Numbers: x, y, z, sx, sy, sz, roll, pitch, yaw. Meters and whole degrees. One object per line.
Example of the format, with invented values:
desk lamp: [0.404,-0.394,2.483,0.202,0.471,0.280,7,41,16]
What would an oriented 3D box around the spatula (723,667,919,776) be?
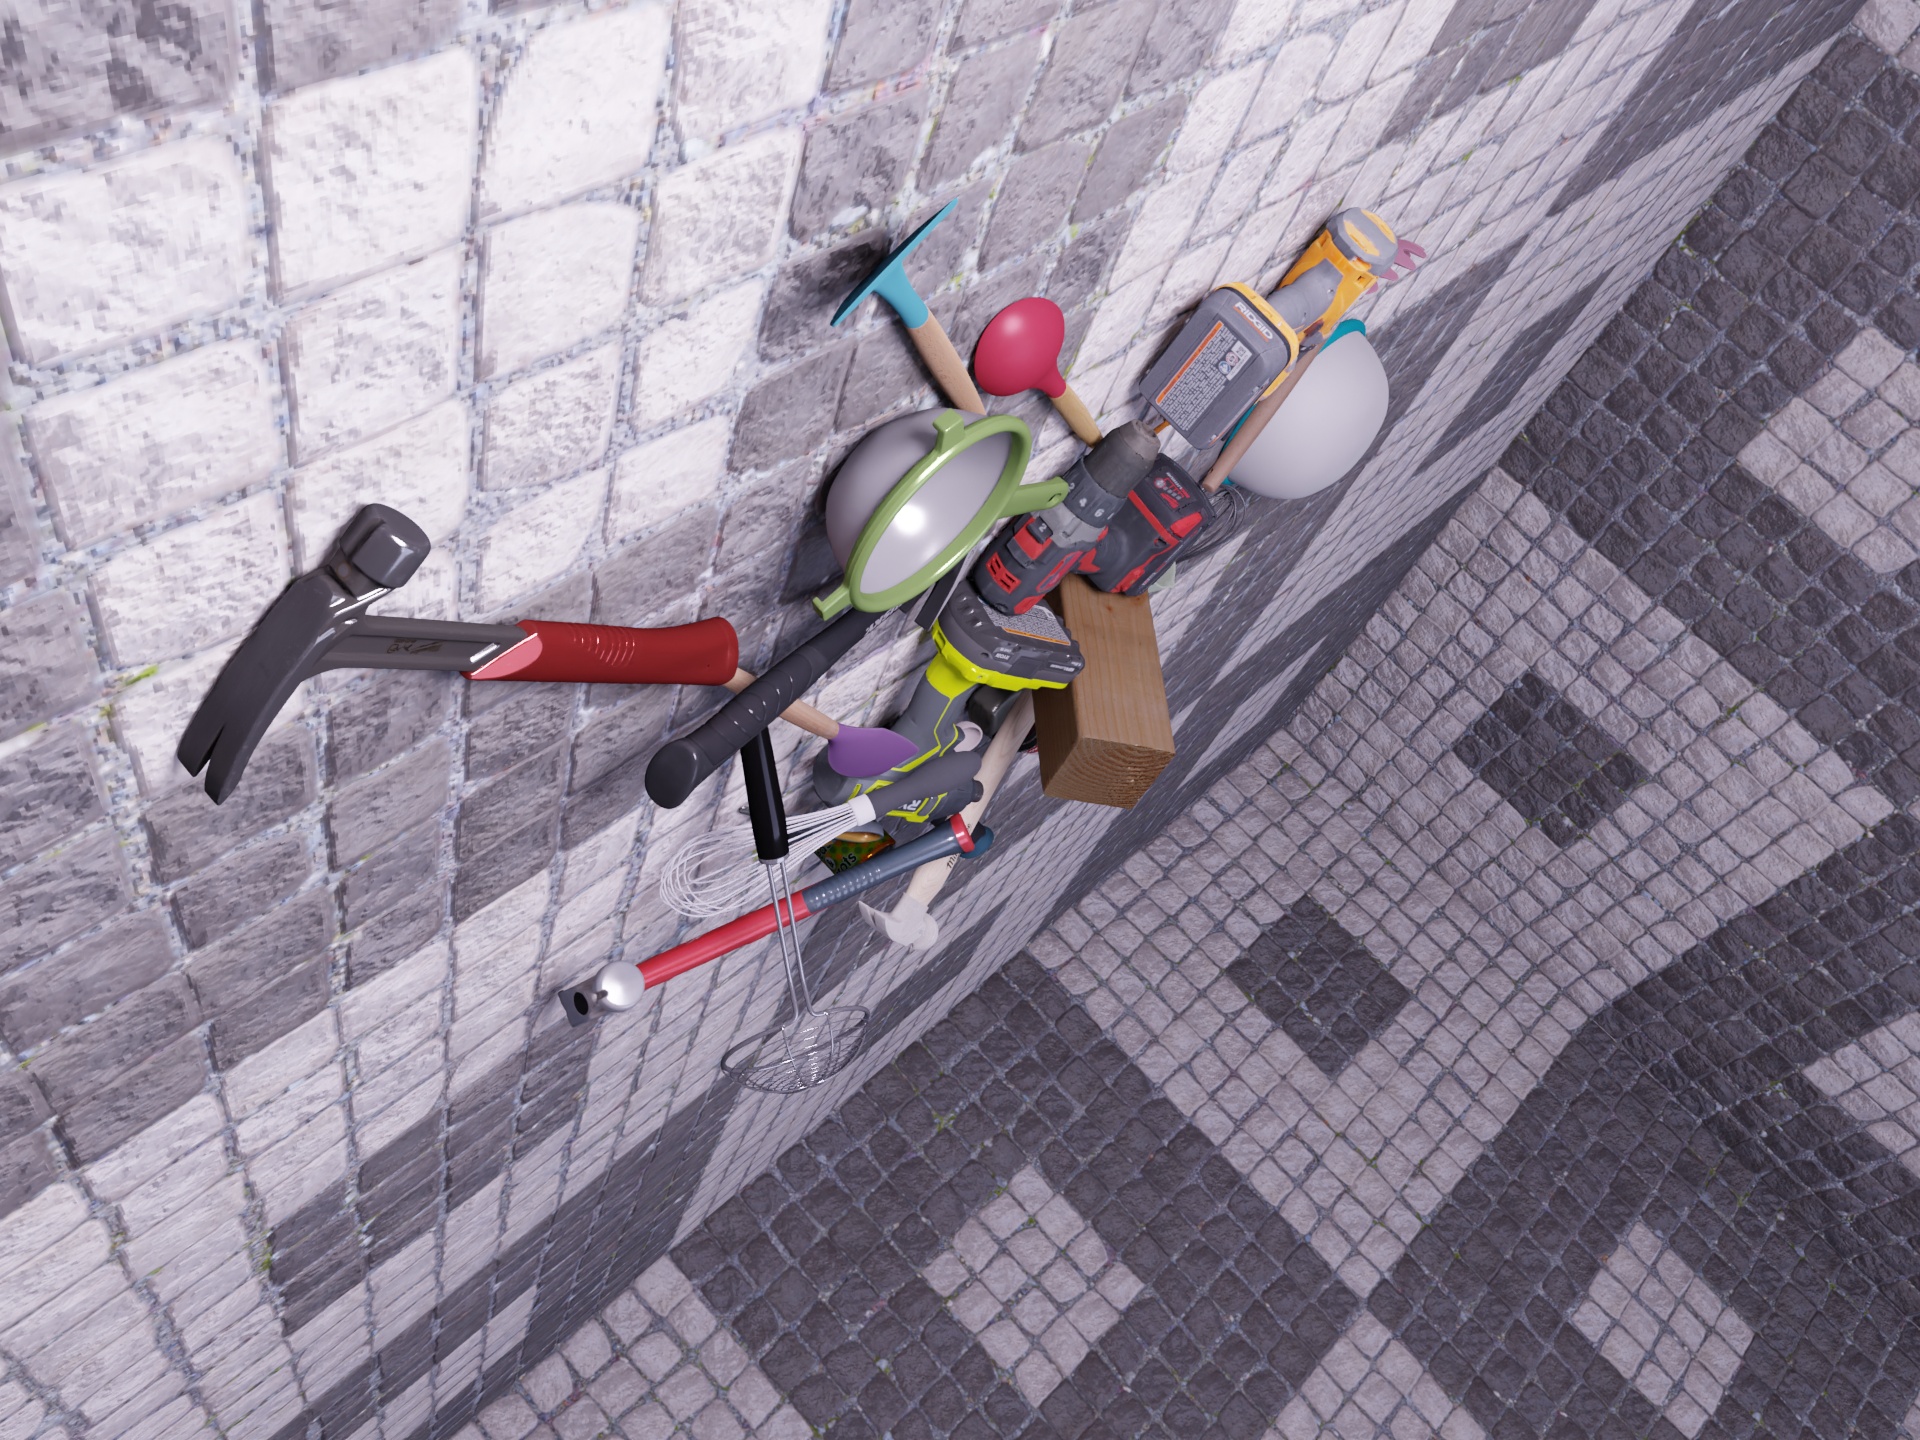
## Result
spatula: [-0.108,0.002,1.162,0.060,0.018,0.315,-31,158,11]

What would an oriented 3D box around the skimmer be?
skimmer: [-0.145,0.145,1.234,0.127,0.090,0.363,-15,117,-18]

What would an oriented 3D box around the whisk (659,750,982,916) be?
whisk: [-0.109,0.086,1.285,0.284,0.070,0.070,-23,160,-16]

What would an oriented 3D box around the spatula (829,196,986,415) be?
spatula: [-0.013,-0.207,0.882,0.082,0.044,0.317,-45,167,3]

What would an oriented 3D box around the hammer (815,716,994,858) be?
hammer: [-0.031,0.078,1.553,0.128,0.033,0.330,-43,154,0]

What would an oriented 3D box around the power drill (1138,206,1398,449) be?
power drill: [0.236,-0.299,1.266,0.226,0.084,0.185,-40,175,-37]

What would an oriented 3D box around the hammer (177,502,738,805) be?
hammer: [-0.221,-0.028,0.819,0.149,0.037,0.359,-48,166,14]

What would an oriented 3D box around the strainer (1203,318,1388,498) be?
strainer: [0.397,-0.308,1.664,0.340,0.095,0.211,-21,153,-55]

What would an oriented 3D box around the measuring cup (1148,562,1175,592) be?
measuring cup: [0.184,-0.179,1.531,0.038,0.083,0.168,-16,-157,31]

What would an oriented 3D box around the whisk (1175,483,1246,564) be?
whisk: [0.209,-0.159,1.639,0.055,0.055,0.239,-30,168,-47]

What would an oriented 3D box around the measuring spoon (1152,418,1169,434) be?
measuring spoon: [0.141,-0.231,1.337,0.117,0.011,0.021,-38,169,-14]

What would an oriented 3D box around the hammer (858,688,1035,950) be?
hammer: [0.036,0.030,1.518,0.411,0.038,0.146,-59,158,-6]

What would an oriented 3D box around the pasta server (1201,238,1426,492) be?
pasta server: [0.308,-0.315,1.398,0.316,0.040,0.060,-53,-167,-15]

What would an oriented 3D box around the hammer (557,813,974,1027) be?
hammer: [-0.152,0.164,1.350,0.386,0.038,0.143,-22,176,-33]

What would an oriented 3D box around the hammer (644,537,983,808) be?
hammer: [-0.089,-0.046,1.062,0.335,0.035,0.146,-44,169,-39]

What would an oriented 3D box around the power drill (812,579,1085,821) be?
power drill: [-0.002,-0.004,1.350,0.171,0.080,0.223,10,129,-42]

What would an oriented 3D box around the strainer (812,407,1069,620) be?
strainer: [-0.007,-0.152,1.009,0.151,0.069,0.256,-53,165,27]

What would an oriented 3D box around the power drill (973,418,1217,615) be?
power drill: [0.126,-0.171,1.307,0.188,0.080,0.226,-46,164,29]

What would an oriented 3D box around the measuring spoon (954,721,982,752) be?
measuring spoon: [-0.030,0.042,1.448,0.124,0.018,0.034,-43,141,17]

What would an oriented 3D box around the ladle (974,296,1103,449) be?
ladle: [0.070,-0.226,1.109,0.069,0.031,0.315,-46,168,8]
